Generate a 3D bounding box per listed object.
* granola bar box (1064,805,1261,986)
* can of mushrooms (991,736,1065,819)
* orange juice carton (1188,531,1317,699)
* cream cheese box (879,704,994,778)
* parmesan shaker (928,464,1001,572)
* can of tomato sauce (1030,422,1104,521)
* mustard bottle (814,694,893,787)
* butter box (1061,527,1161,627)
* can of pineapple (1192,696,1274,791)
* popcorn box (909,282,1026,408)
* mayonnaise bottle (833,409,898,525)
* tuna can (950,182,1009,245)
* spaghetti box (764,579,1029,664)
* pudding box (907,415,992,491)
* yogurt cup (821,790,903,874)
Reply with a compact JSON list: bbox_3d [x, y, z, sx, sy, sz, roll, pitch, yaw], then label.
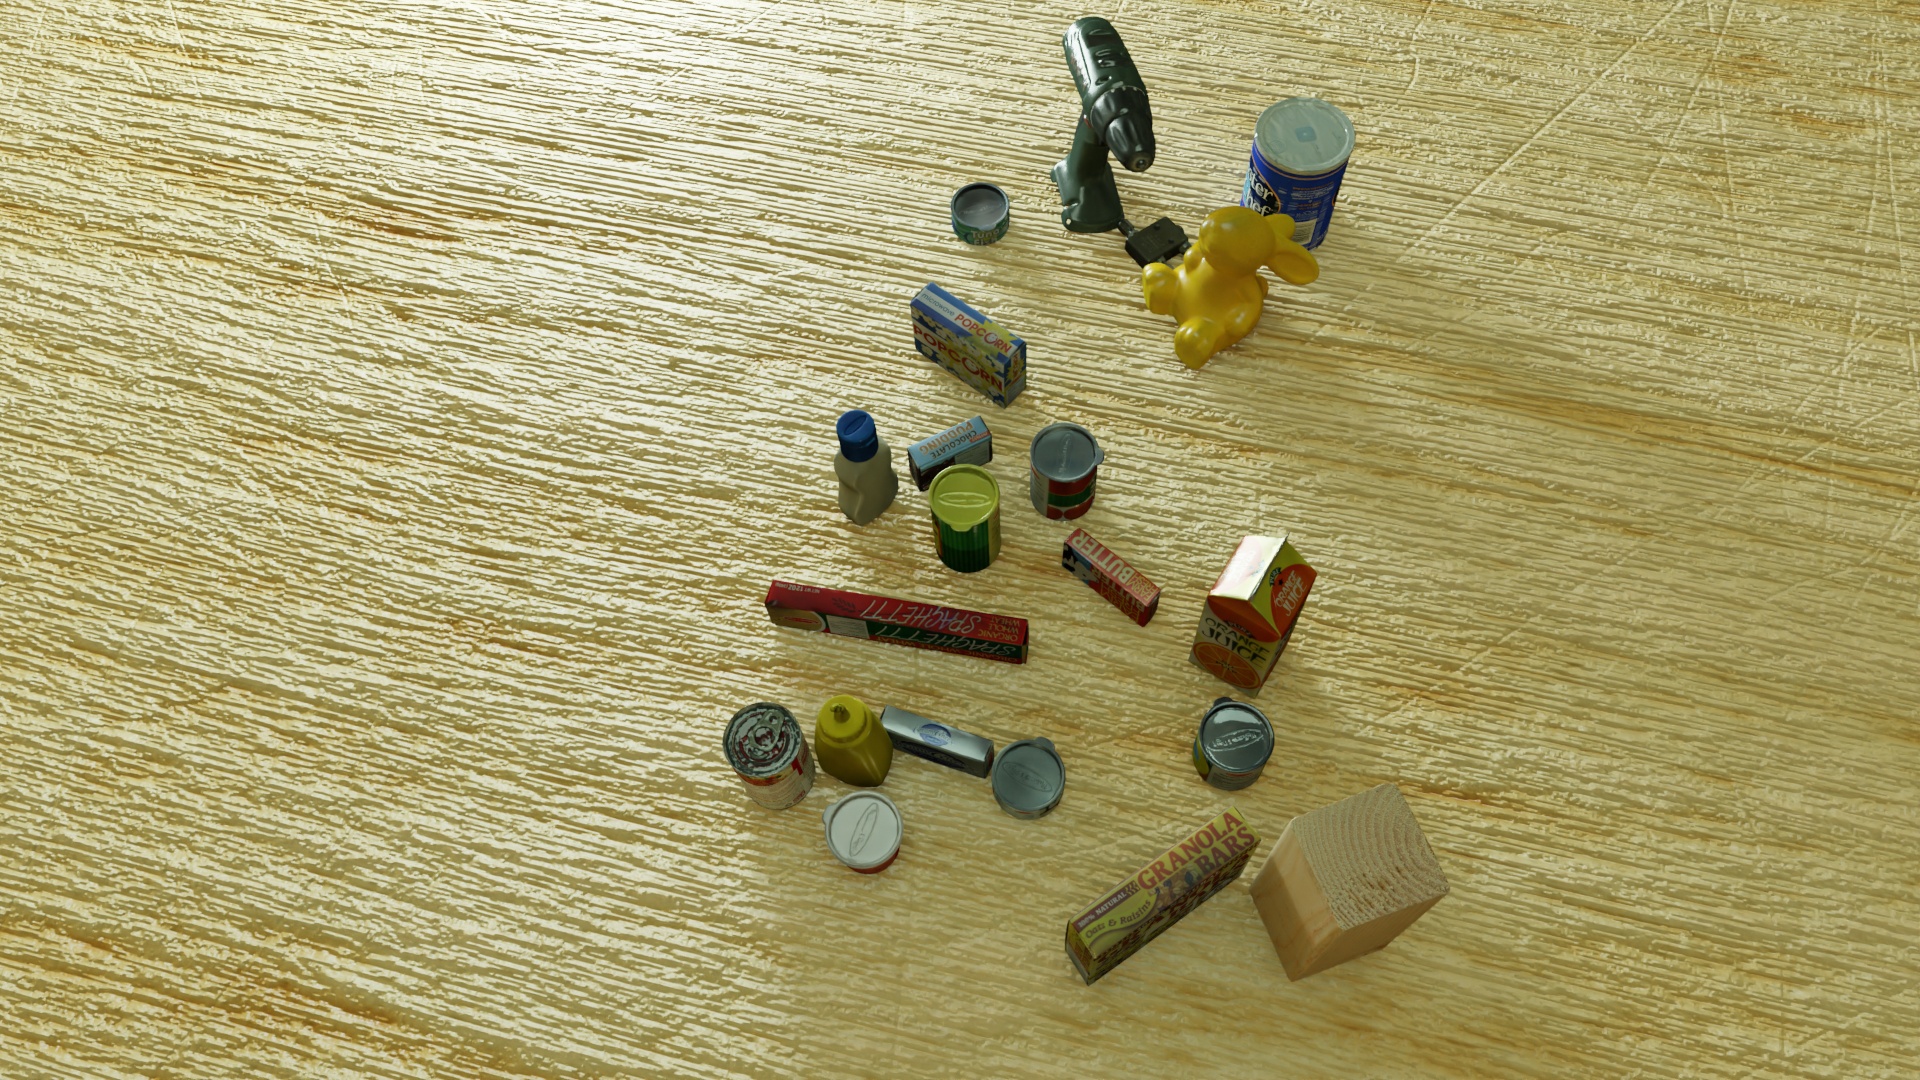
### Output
[{"bbox_3d":[0.163,0.293,1.145,0.166,0.123,0.039,-32,66,-14],"label":"granola bar box"},{"bbox_3d":[0.062,0.212,1.242,0.071,0.033,0.071,-1,62,2],"label":"can of mushrooms"},{"bbox_3d":[0.258,0.062,1.225,0.073,0.191,0.072,30,68,16],"label":"orange juice carton"},{"bbox_3d":[-0.021,0.182,1.250,0.104,0.053,0.024,17,65,11],"label":"cream cheese box"},{"bbox_3d":[0.005,-0.017,1.326,0.071,0.102,0.071,-1,63,2],"label":"parmesan shaker"},{"bbox_3d":[0.103,-0.066,1.359,0.071,0.082,0.071,-1,63,2],"label":"can of tomato sauce"},{"bbox_3d":[-0.095,0.169,1.200,0.065,0.159,0.049,13,64,9],"label":"mustard bottle"},{"bbox_3d":[0.143,0.035,1.321,0.103,0.053,0.024,38,70,19],"label":"butter box"},{"bbox_3d":[0.242,0.182,1.238,0.071,0.057,0.071,-1,62,2],"label":"can of pineapple"},{"bbox_3d":[0.008,-0.201,1.433,0.127,0.085,0.038,35,69,18],"label":"popcorn box"},{"bbox_3d":[-0.093,-0.072,1.333,0.041,0.147,0.065,39,70,19],"label":"mayonnaise bottle"},{"bbox_3d":[0.023,-0.361,1.546,0.071,0.032,0.071,-1,62,2],"label":"tuna can"},{"bbox_3d":[-0.058,0.078,1.308,0.250,0.050,0.029,8,63,7],"label":"spaghetti box"},{"bbox_3d":[-0.010,-0.087,1.393,0.084,0.049,0.030,-25,64,-11],"label":"pudding box"},{"bbox_3d":[-0.082,0.258,1.212,0.072,0.053,0.073,-1,62,2],"label":"yogurt cup"}]
